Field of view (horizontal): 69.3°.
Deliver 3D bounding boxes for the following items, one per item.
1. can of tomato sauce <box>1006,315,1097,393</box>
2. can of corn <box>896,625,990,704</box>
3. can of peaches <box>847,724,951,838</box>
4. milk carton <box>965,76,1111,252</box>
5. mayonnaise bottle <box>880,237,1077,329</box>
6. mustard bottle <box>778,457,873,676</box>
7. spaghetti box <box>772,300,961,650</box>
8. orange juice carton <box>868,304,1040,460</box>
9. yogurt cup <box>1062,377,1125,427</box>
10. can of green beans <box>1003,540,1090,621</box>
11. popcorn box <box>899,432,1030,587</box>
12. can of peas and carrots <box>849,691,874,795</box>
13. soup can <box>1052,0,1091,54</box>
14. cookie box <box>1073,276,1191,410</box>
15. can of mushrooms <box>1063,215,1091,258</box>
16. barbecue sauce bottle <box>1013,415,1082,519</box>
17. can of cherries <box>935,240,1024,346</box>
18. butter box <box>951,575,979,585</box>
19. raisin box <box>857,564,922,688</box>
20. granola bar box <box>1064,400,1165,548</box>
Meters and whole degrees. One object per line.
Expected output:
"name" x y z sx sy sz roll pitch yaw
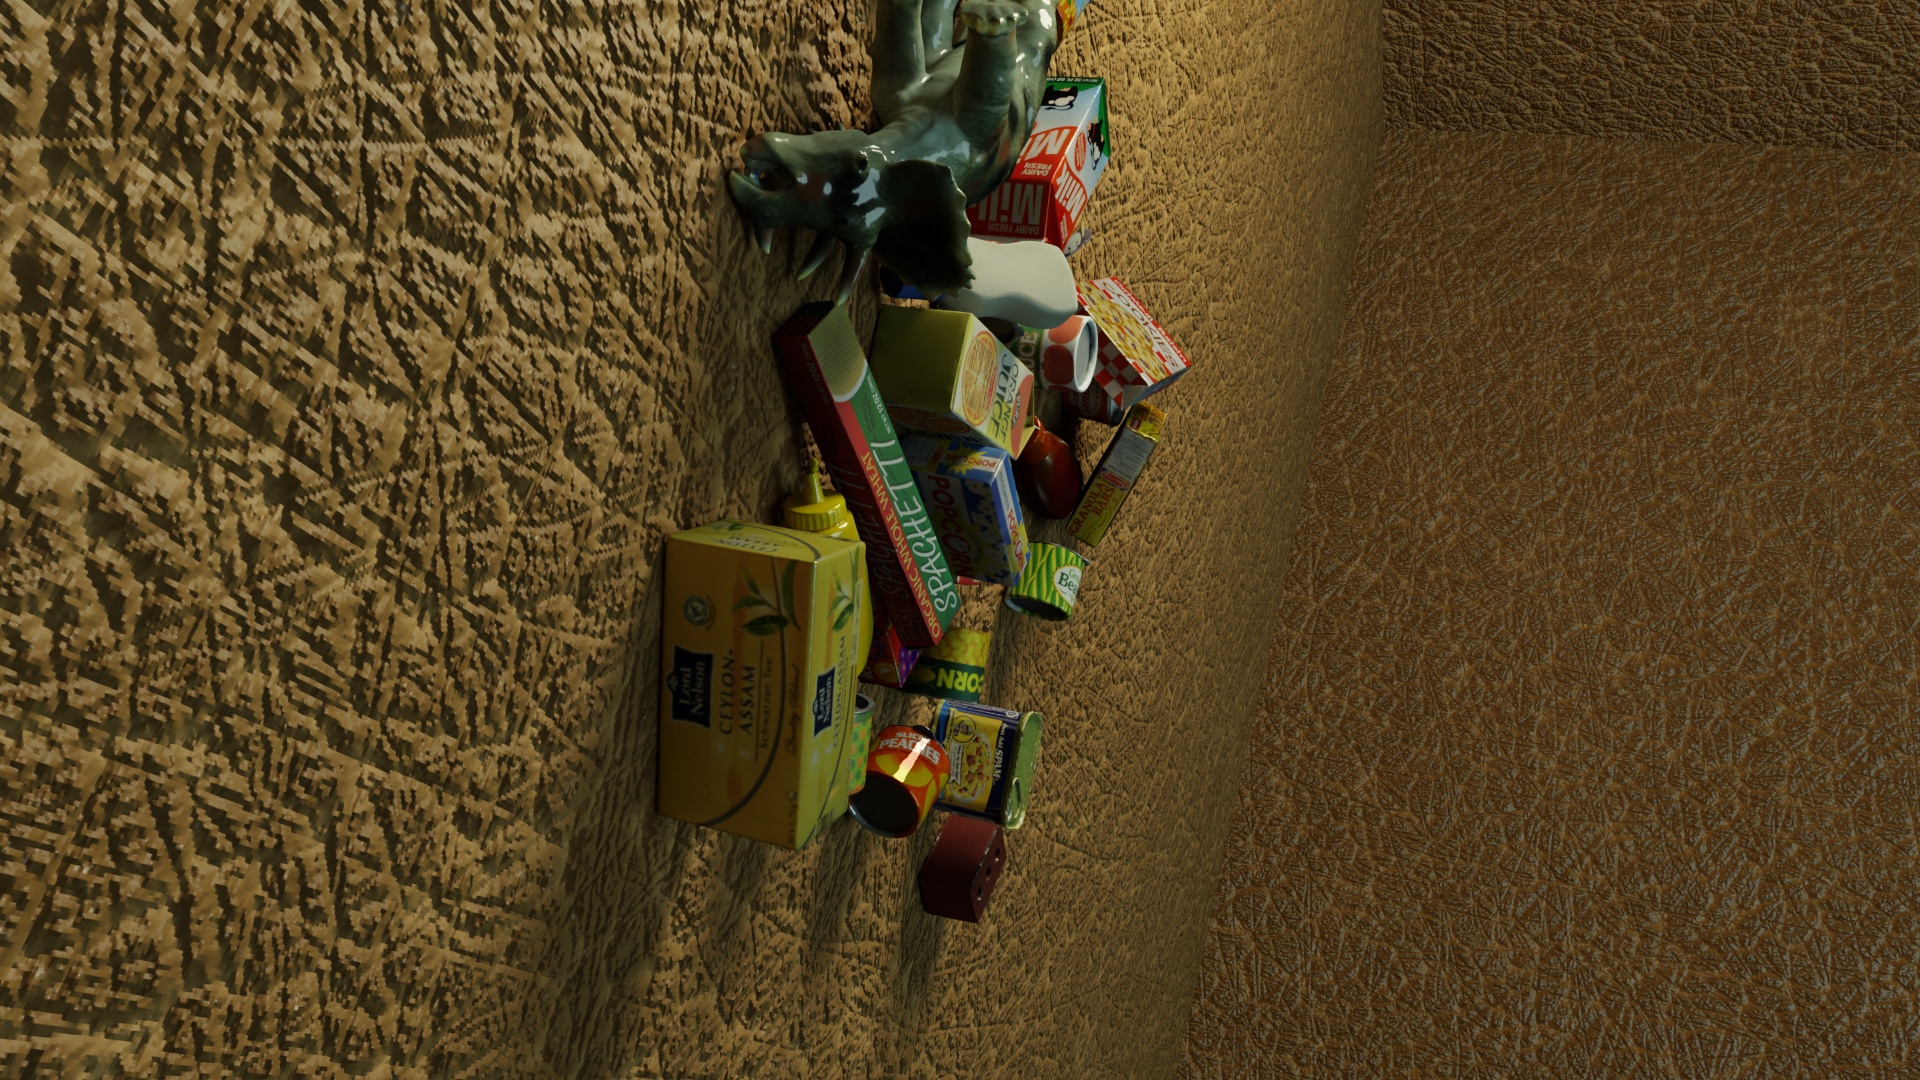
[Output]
"can of tomato sauce" 0.067 -0.161 1.181 0.071 0.083 0.071 8 91 -70
"can of corn" -0.011 0.097 1.104 0.071 0.071 0.058 23 76 -69
"can of peaches" -0.048 0.181 1.049 0.058 0.071 0.071 -51 145 -51
"milk carton" 0.061 -0.294 1.125 0.073 0.072 0.191 77 31 -46
"mayonnaise bottle" 0.014 -0.187 0.996 0.148 0.041 0.065 -2 68 -35
"mustard bottle" -0.090 0.018 0.898 0.065 0.049 0.159 -48 141 -55
"spaghetti box" -0.056 -0.037 0.915 0.050 0.028 0.249 -57 135 -45
"orange juice carton" 0.001 -0.111 1.047 0.192 0.072 0.073 27 74 -68
"yogurt cup" 0.137 -0.152 1.407 0.072 0.054 0.072 8 91 -69
"can of green beans" 0.080 0.039 1.322 0.071 0.071 0.058 54 49 -62
"popcorn box" 0.001 -0.022 1.065 0.126 0.085 0.038 74 33 -49
"can of peas and carrots" -0.094 0.132 0.912 0.071 0.071 0.058 -14 112 -68
"soup can" 0.064 -0.420 1.086 0.071 0.071 0.084 77 30 -45
"cookie box" 0.155 -0.196 1.351 0.040 0.123 0.168 -42 175 26
"can of mushrooms" 0.073 -0.266 1.171 0.033 0.071 0.071 75 32 -45
"barbecue sauce bottle" 0.076 -0.073 1.299 0.065 0.044 0.148 -70 157 -14
"can of cherries" 0.022 -0.189 1.069 0.071 0.071 0.058 57 46 -61
"butter box" 0.004 -0.015 1.162 0.053 0.024 0.103 8 91 -69
"raisin box" -0.054 0.035 1.012 0.086 0.040 0.122 -61 151 -43
"granola bar box" 0.160 -0.072 1.413 0.123 0.039 0.166 -61 178 18
